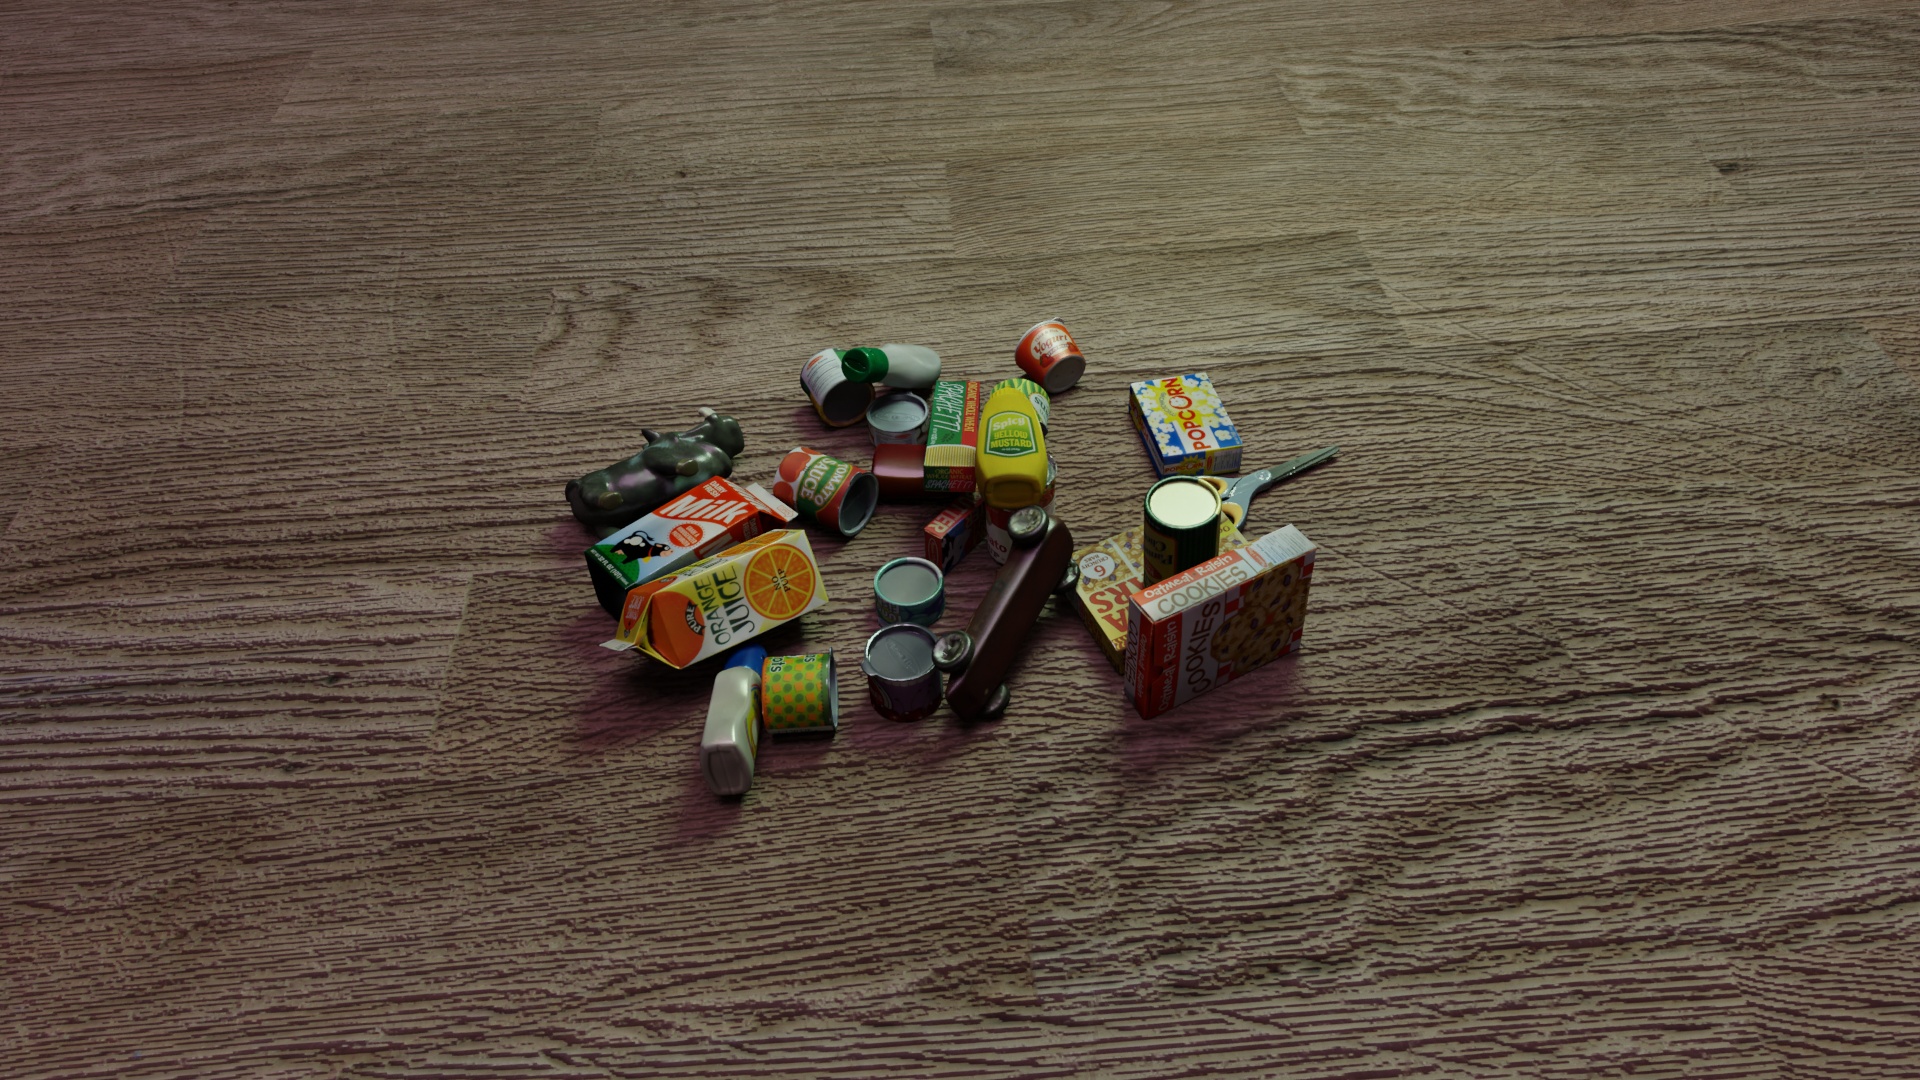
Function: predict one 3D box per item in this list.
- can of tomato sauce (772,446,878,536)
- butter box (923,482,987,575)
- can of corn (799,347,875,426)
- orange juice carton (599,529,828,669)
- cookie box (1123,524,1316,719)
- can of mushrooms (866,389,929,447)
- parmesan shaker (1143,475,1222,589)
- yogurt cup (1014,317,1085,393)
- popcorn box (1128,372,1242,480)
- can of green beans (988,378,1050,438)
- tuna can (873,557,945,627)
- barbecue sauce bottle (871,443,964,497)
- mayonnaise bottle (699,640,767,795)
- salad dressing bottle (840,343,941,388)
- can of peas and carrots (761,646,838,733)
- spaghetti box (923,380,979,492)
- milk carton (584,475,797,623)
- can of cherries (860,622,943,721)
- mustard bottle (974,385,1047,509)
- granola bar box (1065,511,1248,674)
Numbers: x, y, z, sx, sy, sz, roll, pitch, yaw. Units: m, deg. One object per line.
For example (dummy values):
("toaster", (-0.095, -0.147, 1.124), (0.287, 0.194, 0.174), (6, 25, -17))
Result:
("can of tomato sauce", (-0.134, -0.050, 1.370), (0.083, 0.070, 0.071), (22, 49, 25))
("butter box", (0.005, -0.017, 1.339), (0.024, 0.052, 0.104), (28, 52, 26))
("can of corn", (-0.130, -0.163, 1.494), (0.071, 0.070, 0.058), (-20, 47, -16))
("orange juice carton", (-0.223, 0.057, 1.232), (0.193, 0.073, 0.072), (-24, 12, -27))
("cookie box", (0.220, 0.071, 1.184), (0.168, 0.122, 0.040), (-22, 46, -19))
("can of mushrooms", (-0.065, -0.126, 1.472), (0.071, 0.033, 0.071), (-2, 44, 2))
("parmesan shaker", (0.191, -0.001, 1.210), (0.071, 0.102, 0.072), (-4, 46, 4))
("yogurt cup", (0.100, -0.198, 1.518), (0.072, 0.072, 0.054), (-22, 55, -19))
("popcorn box", (0.232, -0.118, 1.443), (0.085, 0.038, 0.127), (-9, 44, -6))
("can of green beans", (0.058, -0.126, 1.441), (0.071, 0.071, 0.058), (5, 44, 8))
("tuna can", (-0.049, 0.050, 1.287), (0.071, 0.032, 0.071), (-1, 43, 1))
("barbecue sauce bottle", (-0.013, -0.069, 1.402), (0.148, 0.043, 0.065), (2, 38, 5))
("mayonnaise bottle", (-0.189, 0.144, 1.176), (0.041, 0.064, 0.149), (-6, 34, 4))
("salad dressing bottle", (-0.073, -0.185, 1.474), (0.064, 0.044, 0.148), (30, 18, 22))
("can of peas and carrots", (-0.136, 0.128, 1.183), (0.059, 0.070, 0.071), (-4, 44, 0))
("spaghetti box", (-0.006, -0.109, 1.400), (0.050, 0.028, 0.251), (2, 25, 1))
("milk carton", (-0.250, 0.005, 1.316), (0.191, 0.073, 0.072), (-34, 52, -29))
("can of cherries", (-0.051, 0.115, 1.201), (0.071, 0.058, 0.072), (-1, 45, 1))
("mustard bottle", (0.044, -0.096, 1.273), (0.065, 0.048, 0.161), (-2, 43, -1))
("granola bar box", (0.188, 0.040, 1.271), (0.166, 0.038, 0.125), (-21, 48, -12))
